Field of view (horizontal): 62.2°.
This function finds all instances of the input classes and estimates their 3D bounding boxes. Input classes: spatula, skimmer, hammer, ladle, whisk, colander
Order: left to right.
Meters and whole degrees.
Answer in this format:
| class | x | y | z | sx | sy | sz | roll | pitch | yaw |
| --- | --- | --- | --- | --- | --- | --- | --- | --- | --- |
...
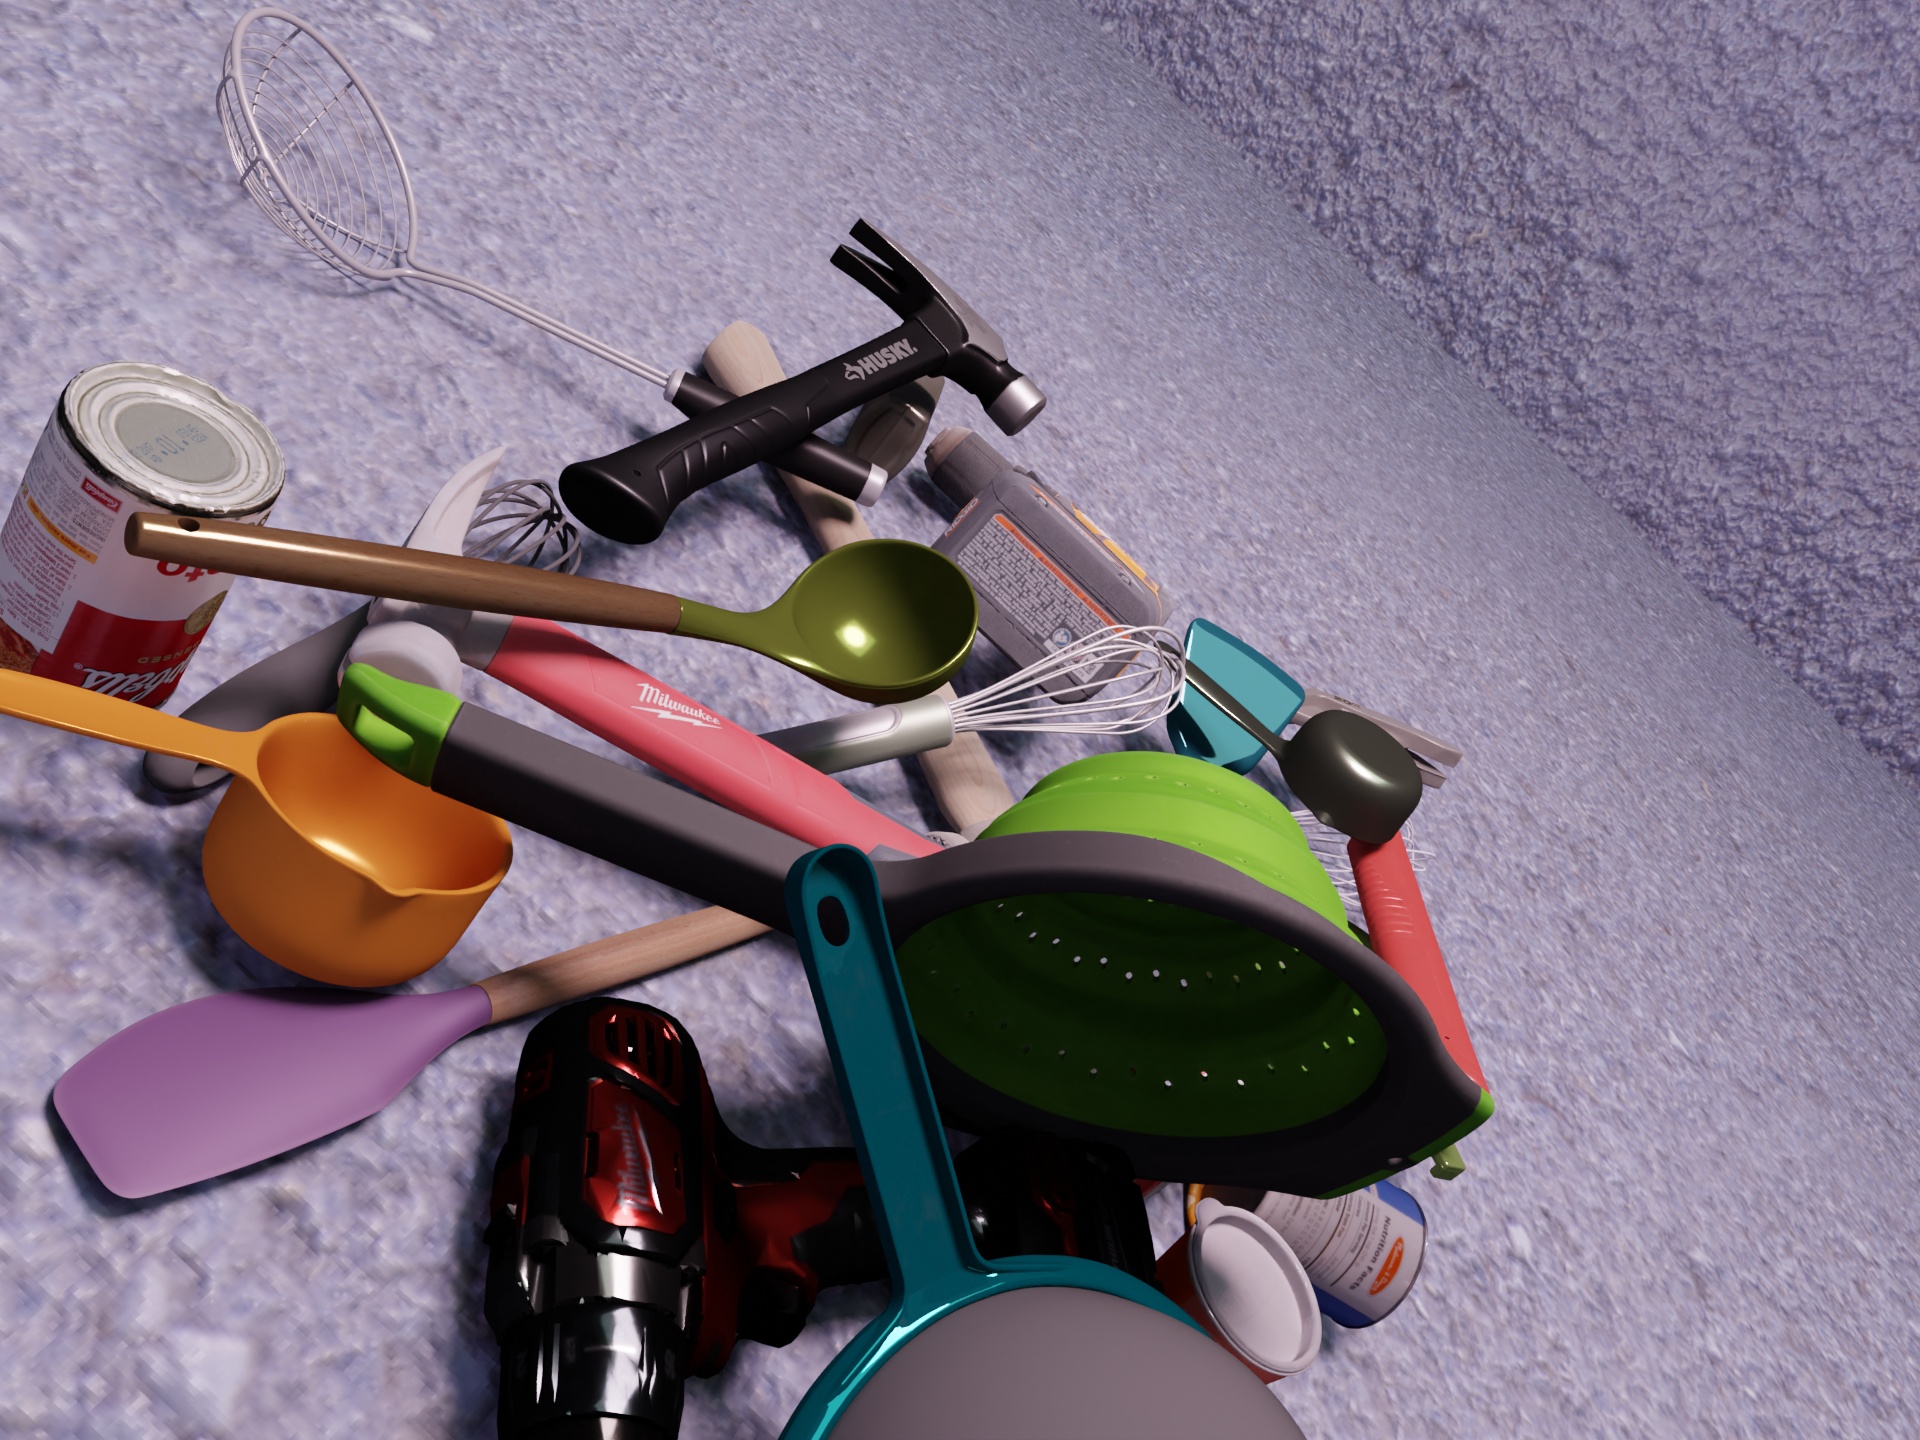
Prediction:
| class | x | y | z | sx | sy | sz | roll | pitch | yaw |
| --- | --- | --- | --- | --- | --- | --- | --- | --- | --- |
| whisk | -0.219 | -0.035 | 0.609 | 0.055 | 0.055 | 0.239 | 42 | 35 | -3 |
| spatula | -0.149 | 0.091 | 0.555 | 0.060 | 0.018 | 0.316 | 45 | 29 | 22 |
| skimmer | -0.188 | -0.218 | 0.793 | 0.363 | 0.090 | 0.127 | 25 | 33 | -15 |
| ladle | -0.119 | -0.049 | 0.562 | 0.320 | 0.062 | 0.078 | 6 | 44 | -46 |
| hammer | -0.081 | -0.165 | 0.801 | 0.146 | 0.035 | 0.335 | 48 | 39 | 1 |
| hammer | -0.048 | 0.032 | 0.642 | 0.386 | 0.038 | 0.143 | 32 | 32 | -22 |
| hammer | -0.042 | -0.068 | 0.862 | 0.146 | 0.038 | 0.411 | 8 | 45 | -47 |
| colander | -0.007 | 0.045 | 0.551 | 0.397 | 0.204 | 0.095 | 24 | 51 | -11 |
| whisk | -0.001 | -0.002 | 0.734 | 0.246 | 0.059 | 0.058 | -13 | 43 | -23 |
| spatula | 0.120 | 0.062 | 0.822 | 0.082 | 0.044 | 0.318 | 34 | 38 | -7 |
| whisk | 0.177 | 0.067 | 0.936 | 0.284 | 0.070 | 0.070 | 11 | 43 | -36 |
| hammer | 0.238 | 0.088 | 0.864 | 0.149 | 0.036 | 0.359 | 22 | 29 | -9 |

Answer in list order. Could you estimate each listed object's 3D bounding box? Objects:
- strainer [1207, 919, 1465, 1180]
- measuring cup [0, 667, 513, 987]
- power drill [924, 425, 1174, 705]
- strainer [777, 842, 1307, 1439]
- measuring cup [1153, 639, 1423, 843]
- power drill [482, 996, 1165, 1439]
| class | x | y | z | sx | sy | sz | roll | pitch | yaw |
| --- | --- | --- | --- | --- | --- | --- | --- | --- | --- |
| strainer | 0.204 | 0.153 | 0.850 | 0.151 | 0.069 | 0.256 | 41 | 24 | 10 |
| measuring cup | -0.228 | 0.031 | 0.489 | 0.173 | 0.052 | 0.095 | 23 | 22 | -34 |
| power drill | 0.040 | -0.101 | 0.925 | 0.185 | 0.084 | 0.226 | 43 | 13 | 0 |
| strainer | 0.028 | 0.191 | 0.425 | 0.211 | 0.095 | 0.340 | -13 | 84 | -38 |
| measuring cup | 0.179 | -0.001 | 0.865 | 0.167 | 0.038 | 0.083 | 39 | 31 | 7 |
| power drill | -0.041 | 0.195 | 0.501 | 0.226 | 0.080 | 0.188 | 22 | 36 | -27 |
